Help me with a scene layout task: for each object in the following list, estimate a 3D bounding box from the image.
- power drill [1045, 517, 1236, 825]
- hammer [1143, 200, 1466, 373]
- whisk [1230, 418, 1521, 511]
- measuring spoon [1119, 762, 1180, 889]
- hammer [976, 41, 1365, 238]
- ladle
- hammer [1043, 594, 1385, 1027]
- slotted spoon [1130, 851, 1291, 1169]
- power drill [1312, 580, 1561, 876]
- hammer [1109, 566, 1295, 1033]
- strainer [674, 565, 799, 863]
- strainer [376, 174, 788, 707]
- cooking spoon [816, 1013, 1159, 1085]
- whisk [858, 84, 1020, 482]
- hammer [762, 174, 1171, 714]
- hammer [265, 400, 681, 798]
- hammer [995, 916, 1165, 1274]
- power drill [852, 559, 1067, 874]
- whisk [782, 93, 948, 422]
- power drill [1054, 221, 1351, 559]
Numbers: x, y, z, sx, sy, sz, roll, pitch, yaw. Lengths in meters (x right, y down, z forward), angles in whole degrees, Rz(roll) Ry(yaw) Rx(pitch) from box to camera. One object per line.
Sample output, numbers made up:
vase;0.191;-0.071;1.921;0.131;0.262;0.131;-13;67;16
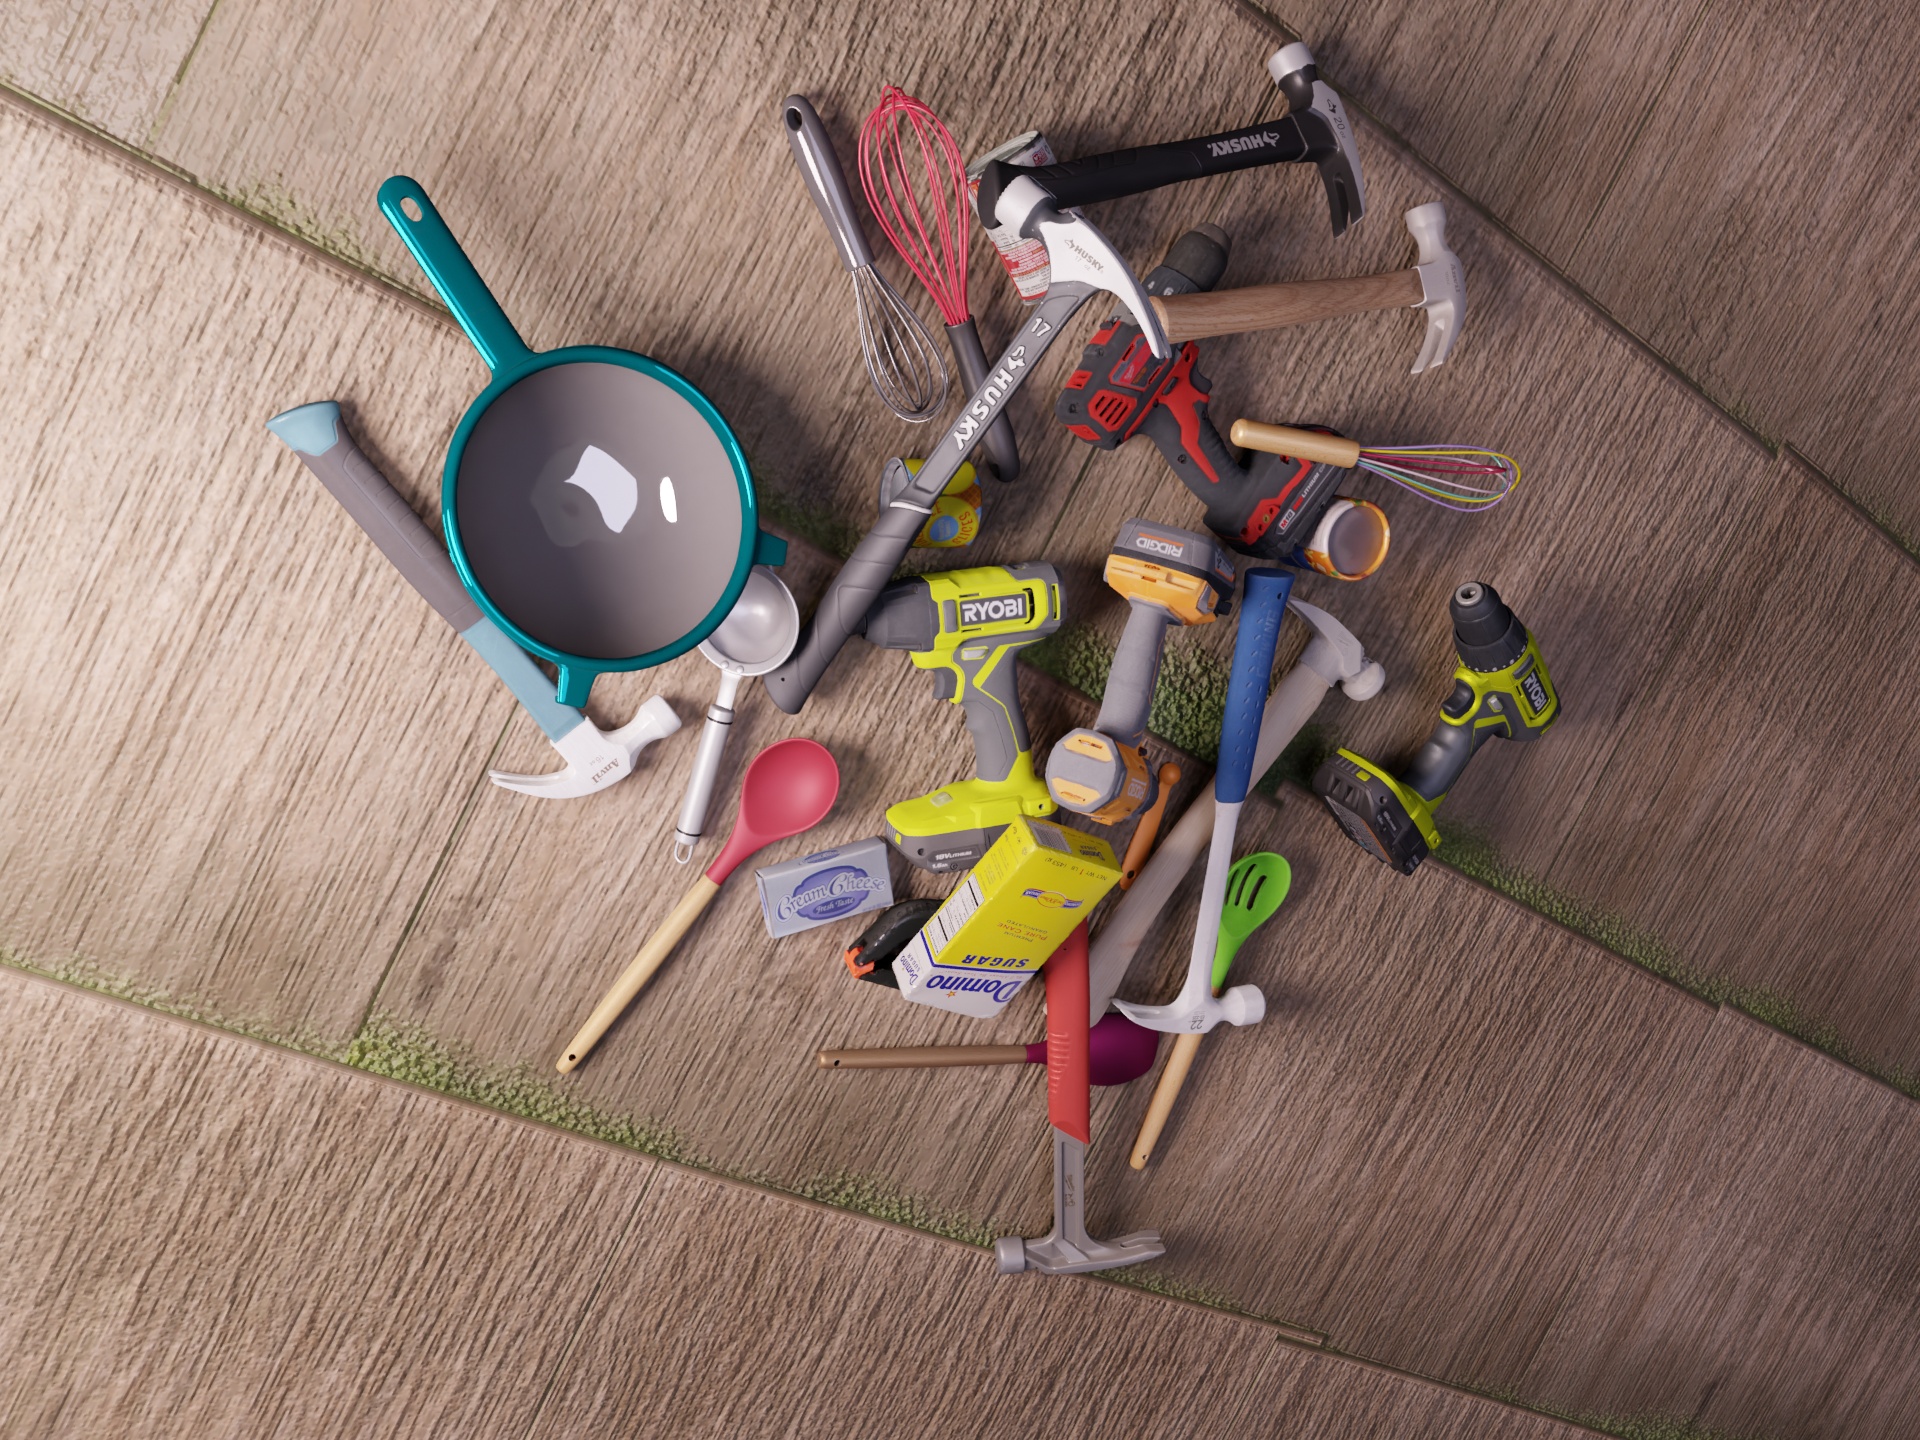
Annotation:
power drill;0.144;-0.027;1.247;0.185;0.084;0.226;22;86;-68
hammer;0.271;-0.318;1.213;0.331;0.031;0.130;-16;93;-32
whisk;0.324;-0.205;1.227;0.245;0.047;0.051;8;81;-16
measuring spoon;0.161;0.091;1.348;0.021;0.011;0.117;18;98;-26
hammer;0.153;-0.393;1.135;0.334;0.035;0.146;-22;86;-28
ladle;-0.202;0.141;1.199;0.069;0.031;0.315;39;90;-5
hammer;0.196;0.084;1.339;0.146;0.038;0.410;36;90;-36
slotted spoon;0.212;0.256;1.408;0.070;0.031;0.313;17;99;-26
power drill;0.415;0.004;1.378;0.228;0.080;0.190;-47;133;-5
hammer;0.214;0.076;1.302;0.144;0.035;0.405;-3;110;-26
strainer;-0.173;-0.013;1.162;0.087;0.050;0.258;20;104;11
strainer;-0.280;-0.188;1.041;0.211;0.095;0.340;-40;108;-26
cooking spoon;0.031;0.283;1.342;0.318;0.017;0.068;4;104;-24
whisk;-0.007;-0.306;1.143;0.073;0.073;0.295;-27;118;-14
hammer;-0.018;-0.159;1.097;0.149;0.036;0.409;43;115;10
hammer;-0.337;-0.079;1.079;0.128;0.033;0.330;-40;115;-10
hammer;0.101;0.313;1.336;0.149;0.037;0.358;-5;112;-8
power drill;-0.002;-0.004;1.220;0.171;0.080;0.223;-9;104;-17
whisk;-0.068;-0.322;1.119;0.055;0.055;0.238;-29;109;-13
power drill;0.202;-0.252;1.238;0.226;0.080;0.188;35;89;-24
